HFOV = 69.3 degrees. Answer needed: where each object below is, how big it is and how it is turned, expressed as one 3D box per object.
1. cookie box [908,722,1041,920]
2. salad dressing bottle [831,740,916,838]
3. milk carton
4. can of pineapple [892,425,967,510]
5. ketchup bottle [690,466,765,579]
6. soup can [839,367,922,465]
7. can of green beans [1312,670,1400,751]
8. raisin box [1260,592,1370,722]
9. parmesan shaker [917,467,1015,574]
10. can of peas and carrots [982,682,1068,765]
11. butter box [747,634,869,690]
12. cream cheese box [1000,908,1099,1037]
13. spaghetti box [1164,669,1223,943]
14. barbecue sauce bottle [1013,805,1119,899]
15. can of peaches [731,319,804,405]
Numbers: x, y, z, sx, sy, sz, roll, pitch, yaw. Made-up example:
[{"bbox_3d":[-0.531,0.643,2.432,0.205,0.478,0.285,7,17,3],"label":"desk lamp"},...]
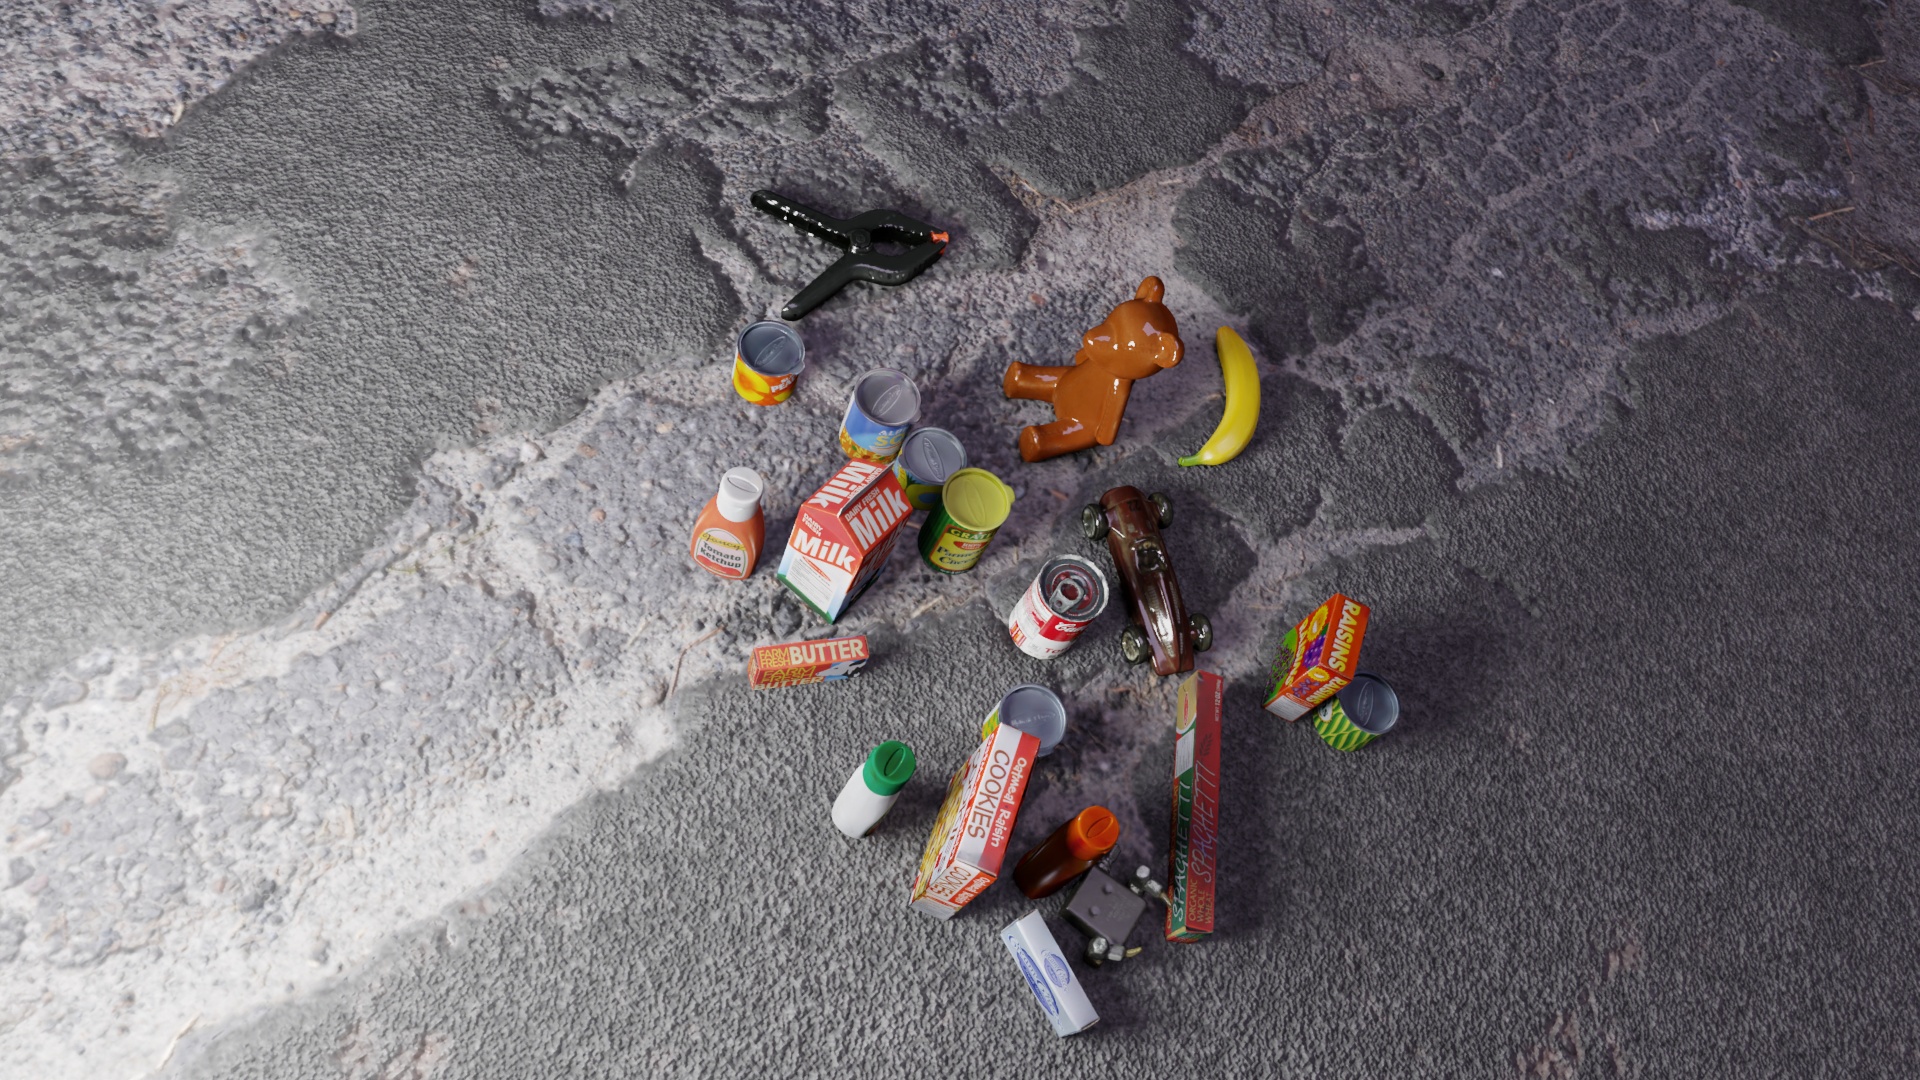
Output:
[{"bbox_3d":[0.011,0.238,1.163,0.040,0.166,0.123,23,60,-4],"label":"cookie box"},{"bbox_3d":[-0.072,0.208,1.165,0.044,0.147,0.064,34,60,2],"label":"salad dressing bottle"},{"bbox_3d":[-0.102,-0.005,1.242,0.073,0.189,0.073,41,60,6],"label":"milk carton"},{"bbox_3d":[-0.034,-0.071,1.373,0.071,0.057,0.071,7,62,-13],"label":"can of pineapple"},{"bbox_3d":[-0.203,-0.017,1.242,0.065,0.148,0.044,23,60,-4],"label":"ketchup bottle"},{"bbox_3d":[-0.078,-0.119,1.369,0.071,0.083,0.071,7,62,-13],"label":"soup can"},{"bbox_3d":[0.391,0.169,1.375,0.071,0.057,0.071,7,62,-13],"label":"can of green beans"},{"bbox_3d":[0.345,0.116,1.351,0.040,0.122,0.086,26,59,-2],"label":"raisin box"},{"bbox_3d":[0.005,-0.017,1.330,0.071,0.102,0.071,7,62,-13],"label":"parmesan shaker"},{"bbox_3d":[0.059,0.173,1.273,0.071,0.058,0.071,7,62,-13],"label":"can of peas and carrots"},{"bbox_3d":[-0.137,0.110,1.251,0.104,0.053,0.024,-5,66,-19],"label":"butter box"},{"bbox_3d":[0.075,0.369,1.180,0.024,0.053,0.104,-23,72,-25],"label":"cream cheese box"},{"bbox_3d":[0.217,0.245,1.288,0.029,0.050,0.251,14,61,-10],"label":"spaghetti box"},{"bbox_3d":[0.094,0.264,1.185,0.065,0.147,0.044,-30,75,-27],"label":"barbecue sauce bottle"},{"bbox_3d":[-0.190,-0.174,1.380,0.071,0.057,0.071,7,62,-13],"label":"can of peaches"}]
